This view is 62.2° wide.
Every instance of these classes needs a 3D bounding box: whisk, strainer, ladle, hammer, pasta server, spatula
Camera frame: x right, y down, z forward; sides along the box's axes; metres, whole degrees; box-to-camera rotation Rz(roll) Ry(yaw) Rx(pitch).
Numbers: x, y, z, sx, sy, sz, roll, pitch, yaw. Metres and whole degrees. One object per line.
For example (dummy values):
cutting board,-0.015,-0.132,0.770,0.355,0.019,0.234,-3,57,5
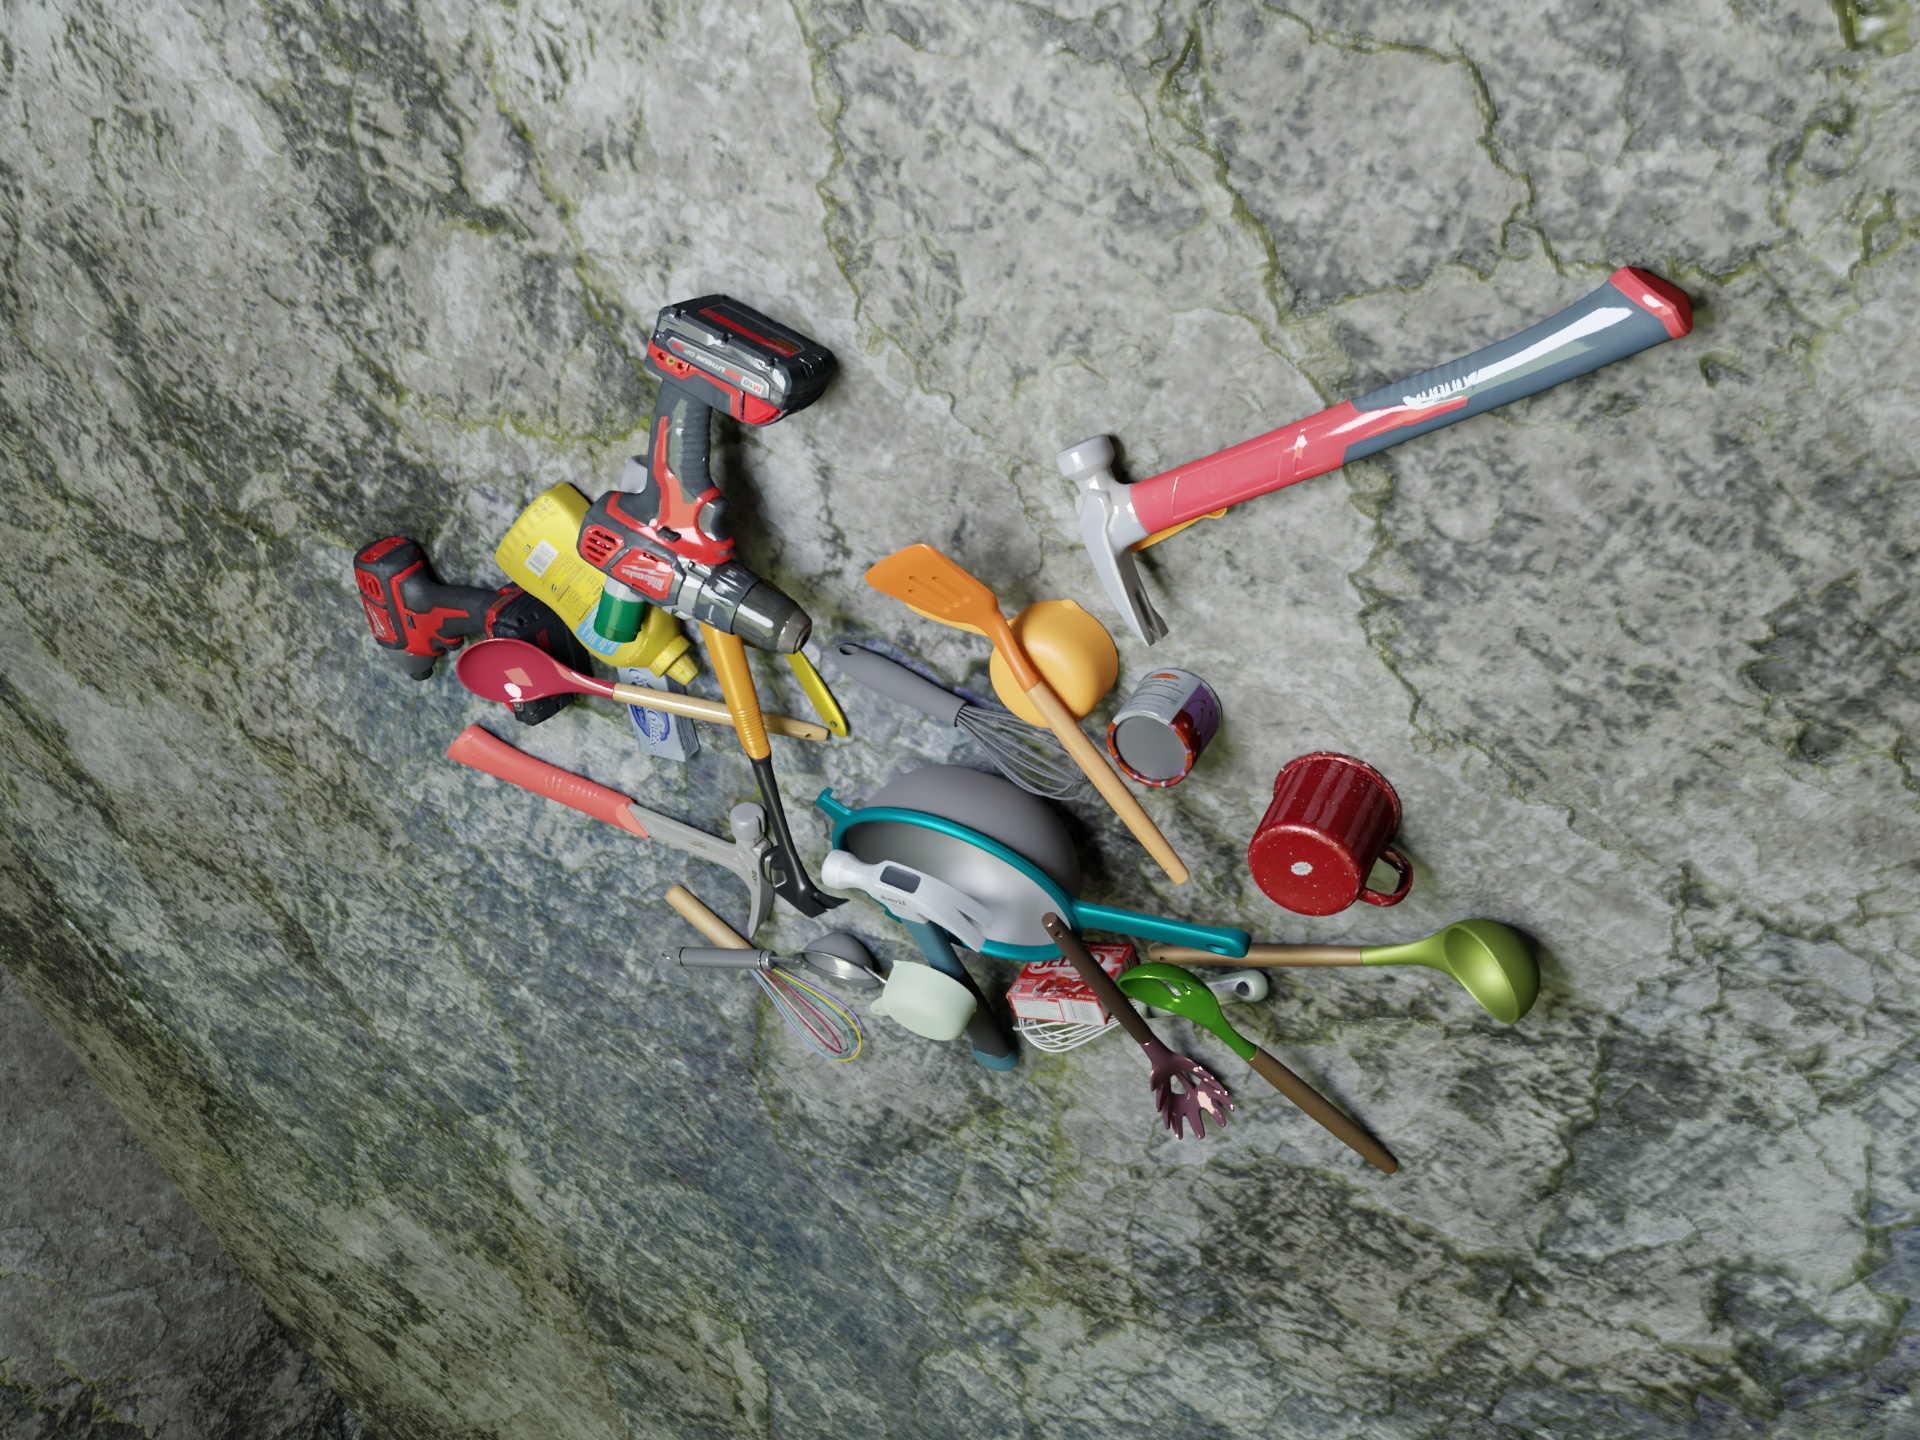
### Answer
whisk,-0.195,0.249,1.554,0.245,0.051,0.047,40,141,4
strainer,-0.174,0.223,1.499,0.258,0.050,0.086,-2,150,24
ladle,0.274,0.184,1.191,0.320,0.062,0.078,-6,117,39
hammer,-0.008,0.213,1.334,0.128,0.033,0.330,12,149,26
pasta server,0.140,0.246,1.272,0.060,0.040,0.315,-30,131,8
hammer,-0.339,0.088,1.527,0.359,0.037,0.149,20,132,19
strainer,0.068,0.108,1.229,0.340,0.095,0.210,9,148,26
ladle,-0.266,-0.020,1.340,0.315,0.031,0.069,12,129,0
hammer,-0.170,-0.001,1.277,0.127,0.034,0.336,24,133,60
spatula,0.060,-0.001,1.123,0.322,0.041,0.081,51,145,-13
hammer,0.238,-0.158,0.949,0.386,0.038,0.143,-17,102,38
whisk,-0.003,-0.003,1.232,0.239,0.055,0.055,27,134,19
whisk,0.146,0.237,1.323,0.246,0.059,0.058,-18,85,36

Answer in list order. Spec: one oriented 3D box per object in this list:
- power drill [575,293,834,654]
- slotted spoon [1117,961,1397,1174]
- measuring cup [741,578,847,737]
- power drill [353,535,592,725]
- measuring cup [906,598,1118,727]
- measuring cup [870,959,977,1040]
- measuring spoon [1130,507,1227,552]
power drill,-0.166,-0.168,1.144,0.188,0.080,0.226,29,118,7
slotted spoon,0.243,0.275,1.254,0.313,0.031,0.070,40,144,-21
measuring cup,-0.142,-0.045,1.299,0.062,0.029,0.156,-20,108,41
power drill,-0.449,-0.078,1.445,0.220,0.078,0.143,17,131,25
measuring cup,0.027,-0.051,1.169,0.174,0.052,0.095,20,132,16
measuring cup,-0.047,0.247,1.348,0.083,0.038,0.167,34,150,-12
measuring spoon,0.134,-0.132,1.072,0.117,0.011,0.021,-18,102,44
